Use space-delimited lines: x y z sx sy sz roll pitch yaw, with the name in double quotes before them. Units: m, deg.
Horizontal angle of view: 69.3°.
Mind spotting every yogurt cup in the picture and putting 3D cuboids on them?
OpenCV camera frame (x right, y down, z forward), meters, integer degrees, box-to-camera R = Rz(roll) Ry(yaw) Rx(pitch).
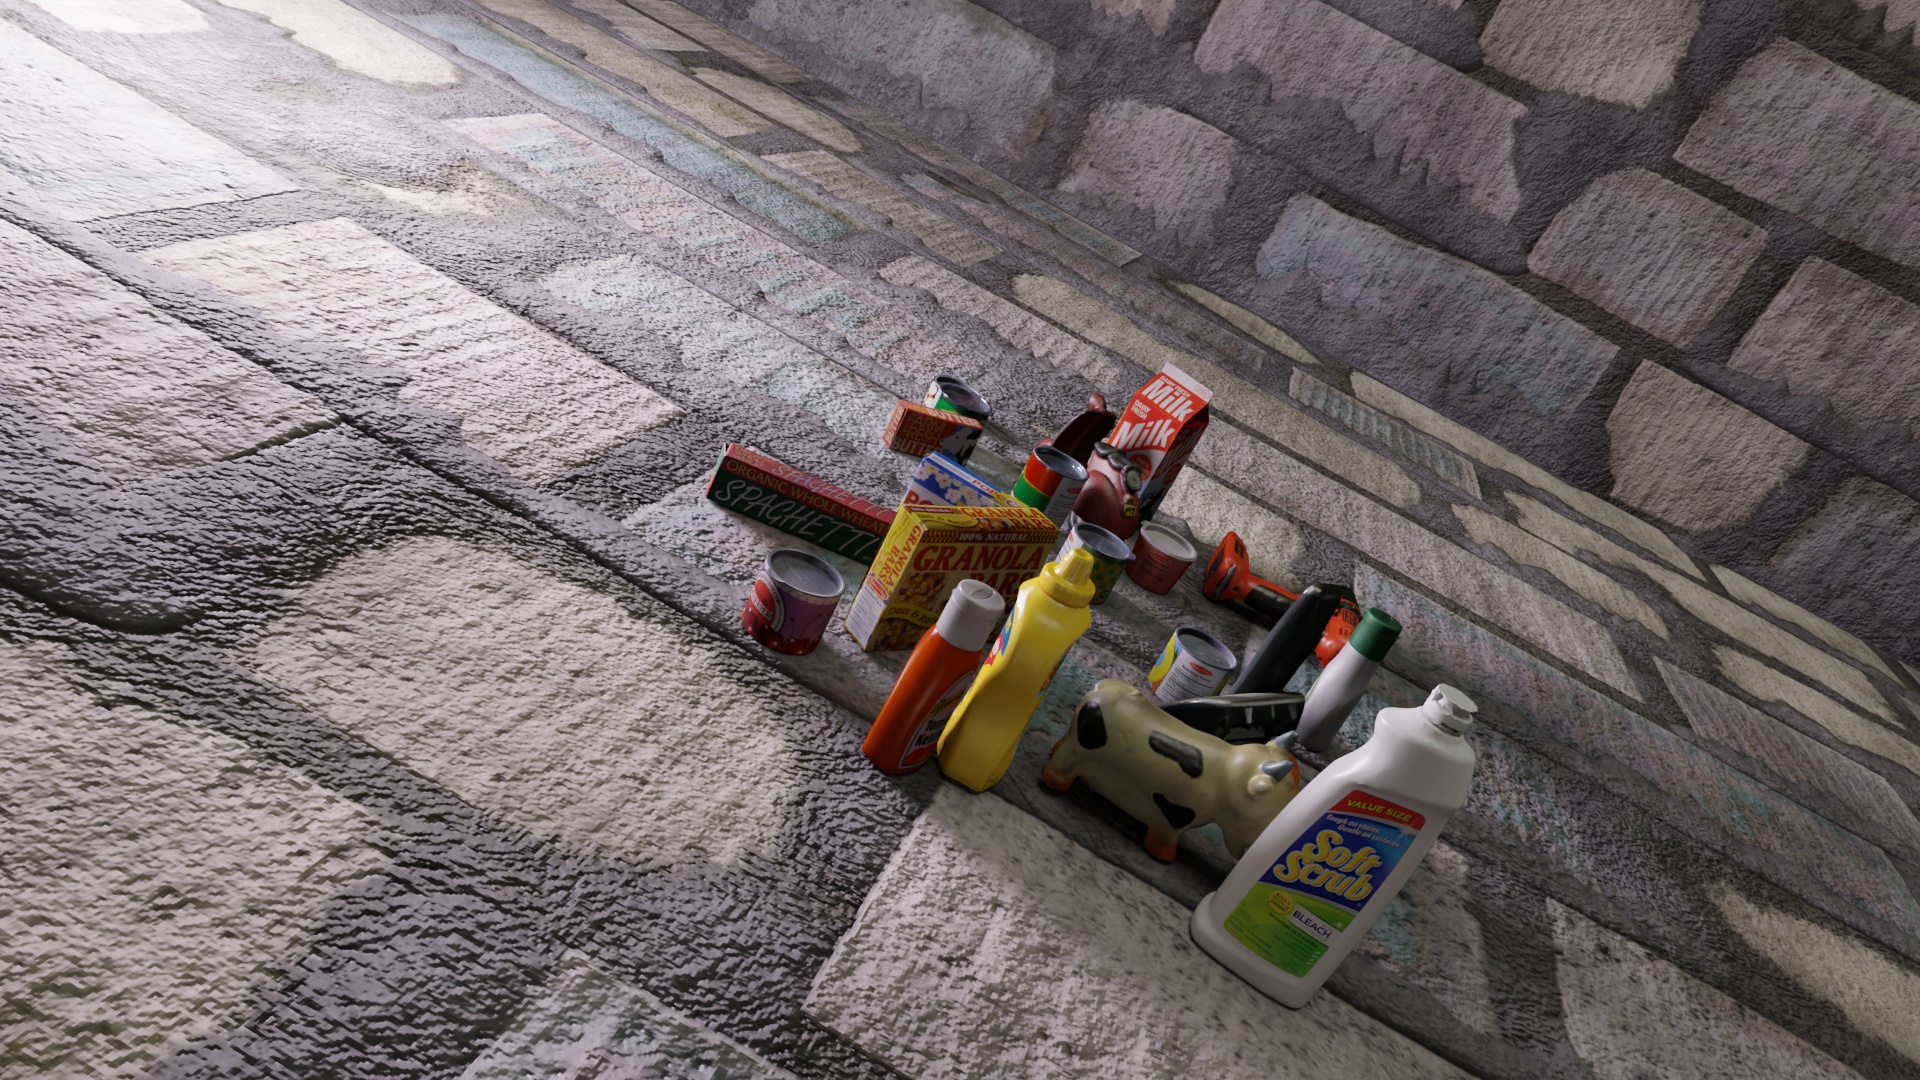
"yogurt cup" 0.215 0.022 1.511 0.072 0.053 0.073 23 24 -11

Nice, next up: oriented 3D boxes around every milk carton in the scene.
"milk carton" 0.220 -0.109 1.611 0.072 0.189 0.073 39 26 25

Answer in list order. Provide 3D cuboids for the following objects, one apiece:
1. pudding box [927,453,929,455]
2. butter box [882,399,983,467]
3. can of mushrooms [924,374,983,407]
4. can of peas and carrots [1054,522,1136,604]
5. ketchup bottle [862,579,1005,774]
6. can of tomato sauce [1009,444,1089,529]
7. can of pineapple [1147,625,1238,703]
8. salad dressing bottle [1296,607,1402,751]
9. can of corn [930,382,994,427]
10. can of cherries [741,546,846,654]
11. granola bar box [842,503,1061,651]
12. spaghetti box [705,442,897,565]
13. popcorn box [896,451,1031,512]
"pudding box" -0.025 -0.047 1.400 0.030 0.049 0.084 19 25 -19
"butter box" -0.030 -0.118 1.536 0.103 0.053 0.024 13 27 -31
"can of mushrooms" -0.008 -0.170 1.692 0.071 0.033 0.071 23 24 -11
"can of peas and carrots" 0.134 0.024 1.413 0.071 0.058 0.071 23 24 -11
"ketchup bottle" -0.017 0.096 0.992 0.043 0.148 0.065 37 25 21
"can of tomato sauce" 0.089 -0.050 1.487 0.071 0.082 0.071 23 24 -11
"can of pineapple" 0.218 0.122 1.302 0.071 0.057 0.071 23 24 -11
"salad dressing bottle" 0.367 0.133 1.327 0.044 0.147 0.064 39 26 25
"can of corn" -0.004 -0.139 1.601 0.071 0.058 0.071 23 24 -11
"can of cherries" -0.133 0.047 1.083 0.071 0.058 0.072 23 24 -11
"granola bar box" -0.006 0.030 1.169 0.166 0.123 0.039 1 35 -46
"spaghetti box" -0.105 -0.016 1.252 0.250 0.050 0.029 23 24 -11
"popcorn box" 0.005 -0.017 1.326 0.127 0.085 0.038 31 23 9
